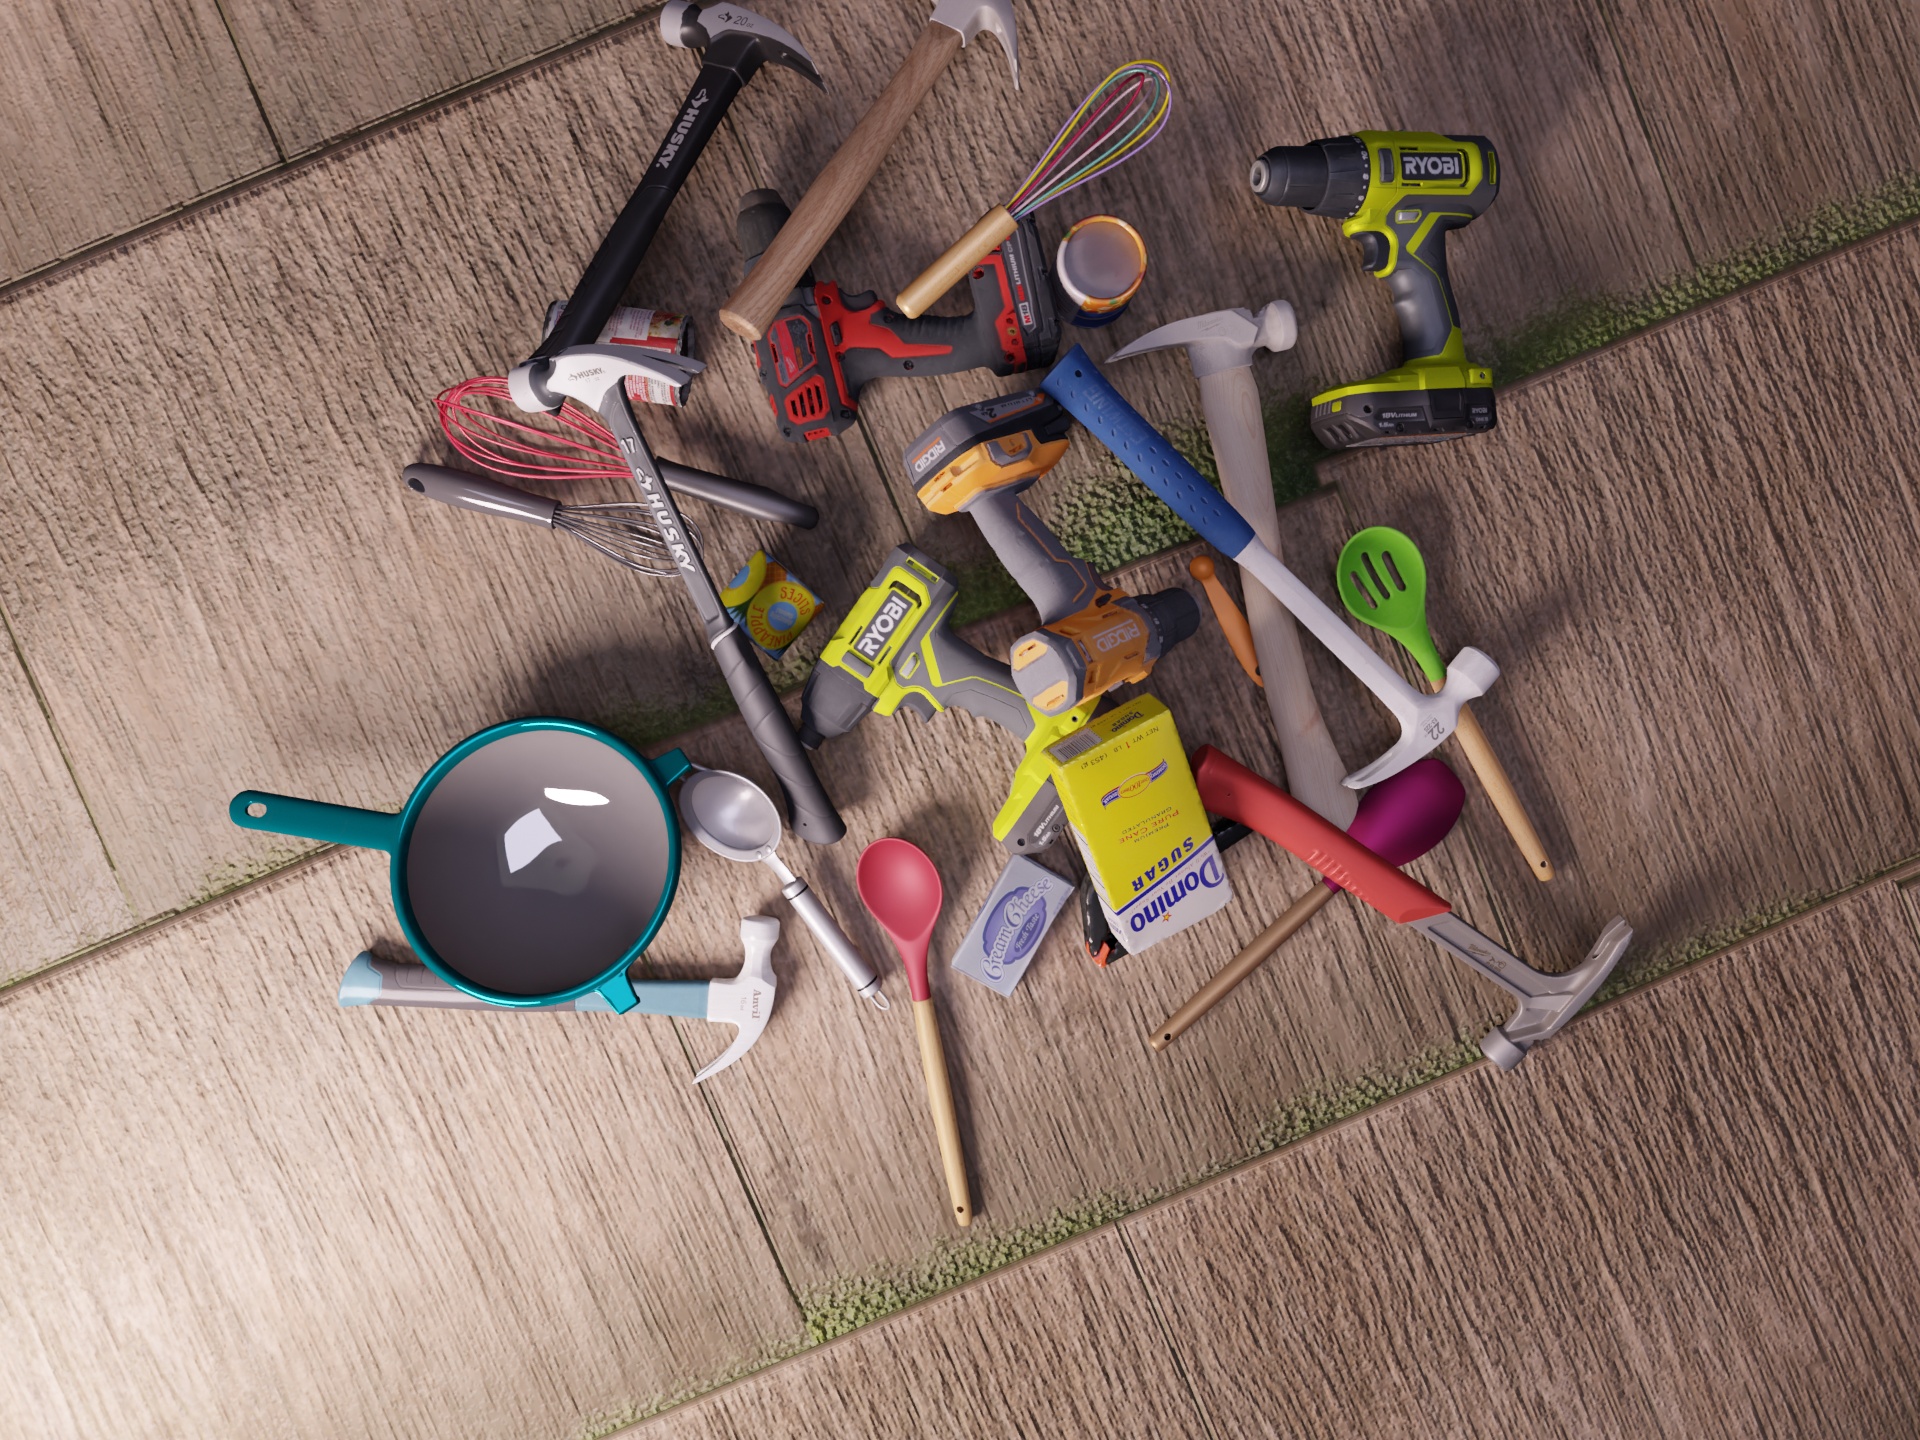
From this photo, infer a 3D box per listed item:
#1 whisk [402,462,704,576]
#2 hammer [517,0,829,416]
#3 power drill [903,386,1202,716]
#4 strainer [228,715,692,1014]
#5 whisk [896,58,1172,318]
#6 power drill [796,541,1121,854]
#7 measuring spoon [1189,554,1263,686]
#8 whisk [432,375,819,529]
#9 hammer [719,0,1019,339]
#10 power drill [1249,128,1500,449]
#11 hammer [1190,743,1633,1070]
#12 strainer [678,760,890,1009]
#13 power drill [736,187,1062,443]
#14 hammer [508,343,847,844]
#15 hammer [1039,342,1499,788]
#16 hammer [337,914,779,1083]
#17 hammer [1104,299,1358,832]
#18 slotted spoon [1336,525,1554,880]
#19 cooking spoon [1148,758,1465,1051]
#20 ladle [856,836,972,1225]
[{"bbox_3d":[-0.306,-0.157,1.198,0.239,0.055,0.055,15,92,2],"label":"whisk"},{"bbox_3d":[-0.221,-0.366,1.140,0.146,0.035,0.335,22,80,23],"label":"hammer"},{"bbox_3d":[0.078,-0.128,1.174,0.185,0.084,0.226,-24,84,-42],"label":"power drill"},{"bbox_3d":[-0.366,0.099,1.186,0.340,0.095,0.211,9,77,6],"label":"strainer"},{"bbox_3d":[0.048,-0.374,1.119,0.245,0.047,0.051,-40,73,9],"label":"whisk"},{"bbox_3d":[-0.002,-0.004,1.202,0.223,0.080,0.171,35,94,0],"label":"power drill"},{"bbox_3d":[0.212,-0.076,1.235,0.021,0.011,0.117,-30,94,0],"label":"measuring spoon"},{"bbox_3d":[-0.249,-0.193,1.193,0.295,0.073,0.073,17,92,-8],"label":"whisk"},{"bbox_3d":[-0.068,-0.411,1.150,0.130,0.031,0.331,29,78,15],"label":"hammer"},{"bbox_3d":[0.311,-0.322,1.179,0.190,0.080,0.228,-6,93,-18],"label":"power drill"},{"bbox_3d":[0.329,0.120,1.206,0.359,0.037,0.149,34,105,-9],"label":"hammer"},{"bbox_3d":[-0.132,0.121,1.219,0.087,0.050,0.258,-29,101,36],"label":"strainer"},{"bbox_3d":[-0.051,-0.322,1.186,0.226,0.080,0.188,-14,93,2],"label":"power drill"},{"bbox_3d":[-0.171,-0.078,1.128,0.149,0.036,0.408,-3,124,34],"label":"hammer"},{"bbox_3d":[0.214,-0.118,1.176,0.405,0.035,0.144,42,87,-8],"label":"hammer"},{"bbox_3d":[-0.307,0.207,1.221,0.331,0.033,0.128,3,91,-2],"label":"hammer"},{"bbox_3d":[0.224,-0.105,1.215,0.146,0.038,0.410,-14,94,-10],"label":"hammer"},{"bbox_3d":[0.383,-0.010,1.237,0.070,0.031,0.313,-30,95,0],"label":"slotted spoon"},{"bbox_3d":[0.269,0.148,1.244,0.319,0.017,0.068,-42,94,0],"label":"cooking spoon"},{"bbox_3d":[-0.024,0.241,1.234,0.069,0.031,0.315,-9,96,20],"label":"ladle"}]
